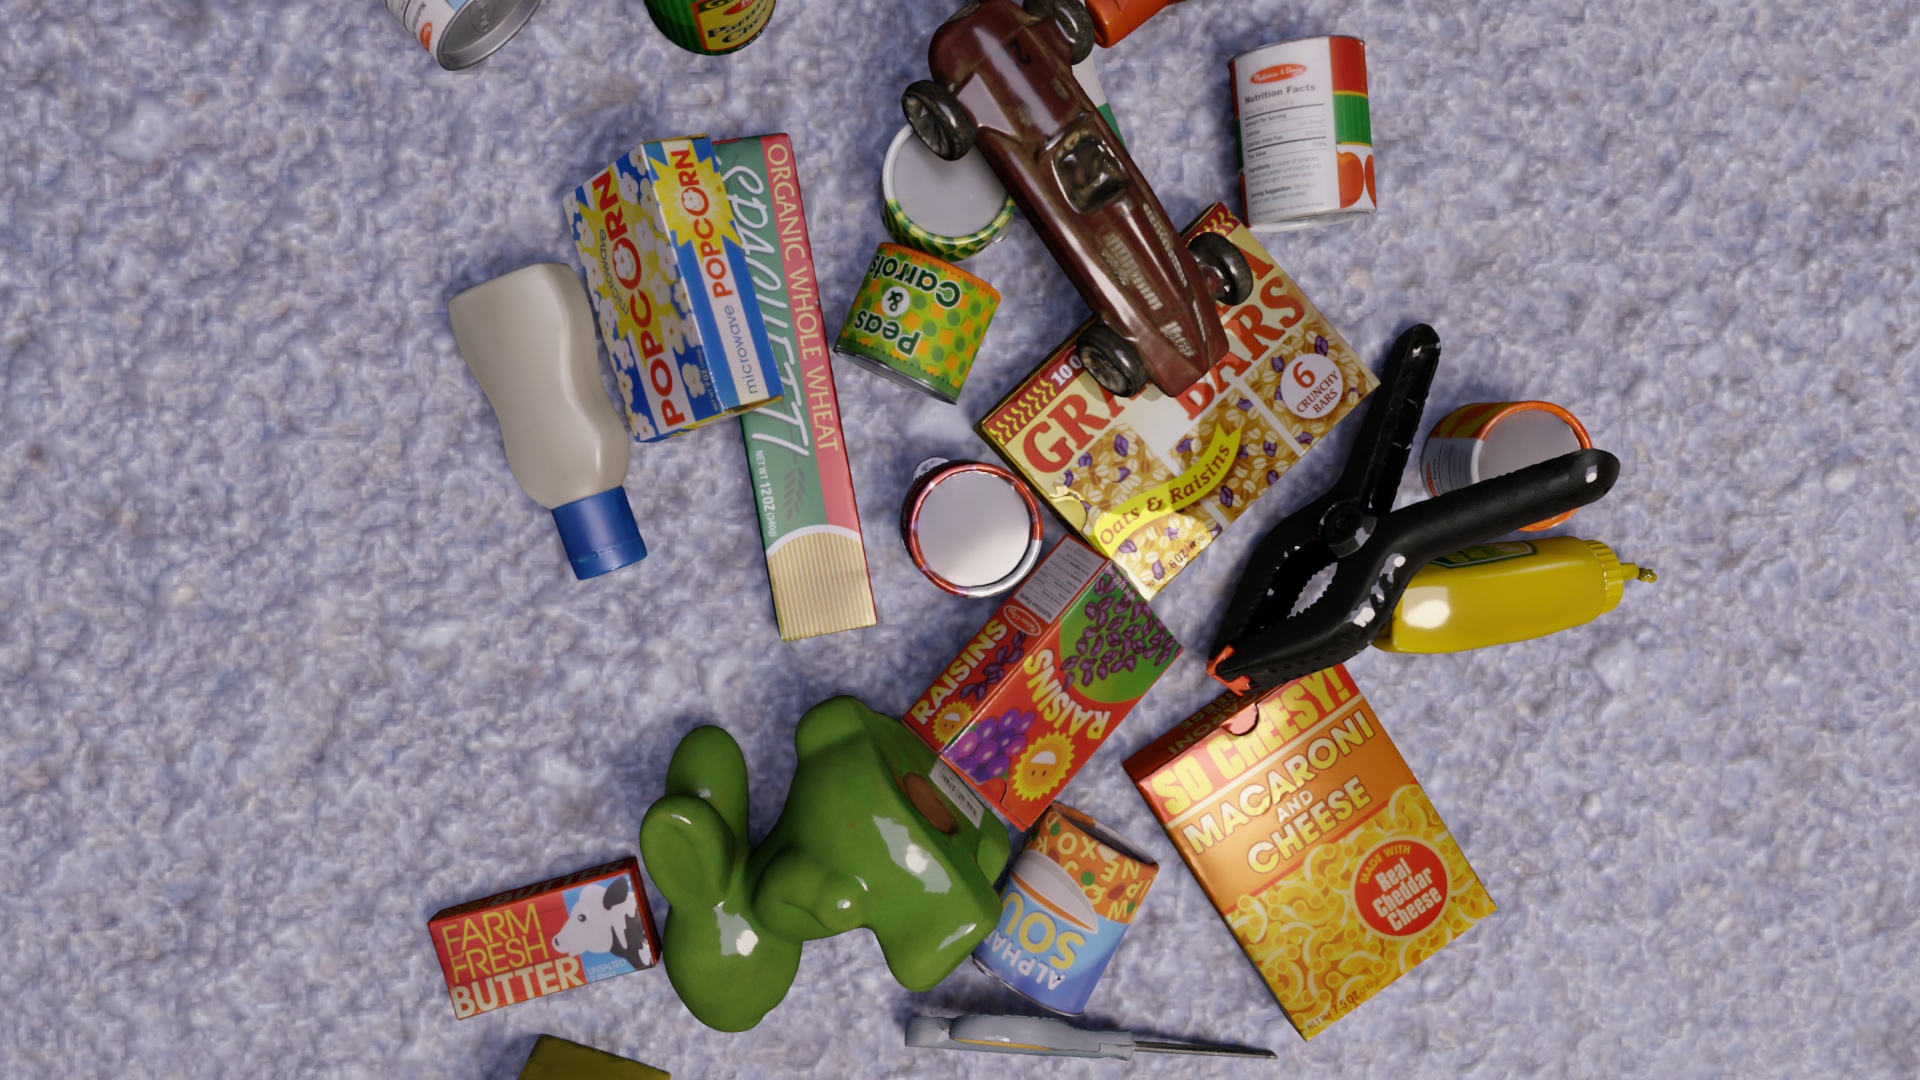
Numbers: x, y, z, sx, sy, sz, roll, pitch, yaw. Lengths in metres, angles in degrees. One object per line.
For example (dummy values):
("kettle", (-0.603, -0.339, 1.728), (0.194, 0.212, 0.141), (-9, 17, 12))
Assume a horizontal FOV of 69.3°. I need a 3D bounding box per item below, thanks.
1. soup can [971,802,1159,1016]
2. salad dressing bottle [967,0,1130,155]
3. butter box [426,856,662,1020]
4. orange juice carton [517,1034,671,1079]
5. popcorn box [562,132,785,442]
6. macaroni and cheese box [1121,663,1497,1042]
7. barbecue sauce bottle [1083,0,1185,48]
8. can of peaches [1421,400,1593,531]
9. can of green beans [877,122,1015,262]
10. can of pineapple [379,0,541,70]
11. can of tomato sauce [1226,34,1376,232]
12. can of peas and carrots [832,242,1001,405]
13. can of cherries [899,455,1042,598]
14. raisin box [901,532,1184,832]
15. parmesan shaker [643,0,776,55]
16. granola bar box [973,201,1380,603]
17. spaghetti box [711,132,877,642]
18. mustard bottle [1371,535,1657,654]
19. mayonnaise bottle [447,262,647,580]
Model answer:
("soup can", (0.051, 0.183, 0.697), (0.071, 0.071, 0.084), (28, 90, -7))
("salad dressing bottle", (0.041, -0.241, 0.678), (0.044, 0.064, 0.147), (-30, 105, -23))
("butter box", (-0.207, 0.199, 0.695), (0.103, 0.024, 0.053), (-14, 95, -5))
("orange juice carton", (-0.212, 0.354, 0.680), (0.073, 0.072, 0.192), (21, 91, -6))
("popcorn box", (-0.136, -0.115, 0.652), (0.038, 0.085, 0.126), (-20, 96, -39))
("macaroni and cheese box", (0.181, 0.154, 0.723), (0.124, 0.040, 0.166), (-34, 96, -4))
("barbecue sauce bottle", (0.121, -0.303, 0.689), (0.148, 0.044, 0.065), (-37, 97, -2))
("can of peaches", (0.282, -0.040, 0.713), (0.071, 0.058, 0.071), (0, 94, -5))
("can of green beans", (-0.006, -0.172, 0.676), (0.071, 0.058, 0.071), (0, 94, -6))
("can of pineapple", (-0.236, -0.264, 0.645), (0.071, 0.071, 0.058), (-43, 96, -2))
("can of tomato sauce", (0.171, -0.200, 0.690), (0.071, 0.071, 0.083), (-7, 95, -5))
("can of peas and carrots", (-0.022, -0.105, 0.673), (0.071, 0.071, 0.058), (23, 91, -7))
("can of cherries", (0.002, -0.009, 0.687), (0.071, 0.058, 0.071), (0, 94, -6))
("raisin box", (0.042, 0.071, 0.681), (0.123, 0.040, 0.086), (-48, 132, -6))
("parmesan shaker", (-0.117, -0.270, 0.637), (0.071, 0.103, 0.071), (0, 94, -5))
("granola bar box", (0.109, -0.069, 0.703), (0.165, 0.039, 0.124), (-44, 96, -2))
("spaghetti box", (-0.087, -0.075, 0.689), (0.050, 0.029, 0.249), (-10, 94, -6))
("mustard bottle", (0.286, 0.025, 0.717), (0.160, 0.065, 0.048), (-8, 100, -11))
("mayonnaise bottle", (-0.193, -0.056, 0.671), (0.064, 0.041, 0.148), (-17, 97, 17))
